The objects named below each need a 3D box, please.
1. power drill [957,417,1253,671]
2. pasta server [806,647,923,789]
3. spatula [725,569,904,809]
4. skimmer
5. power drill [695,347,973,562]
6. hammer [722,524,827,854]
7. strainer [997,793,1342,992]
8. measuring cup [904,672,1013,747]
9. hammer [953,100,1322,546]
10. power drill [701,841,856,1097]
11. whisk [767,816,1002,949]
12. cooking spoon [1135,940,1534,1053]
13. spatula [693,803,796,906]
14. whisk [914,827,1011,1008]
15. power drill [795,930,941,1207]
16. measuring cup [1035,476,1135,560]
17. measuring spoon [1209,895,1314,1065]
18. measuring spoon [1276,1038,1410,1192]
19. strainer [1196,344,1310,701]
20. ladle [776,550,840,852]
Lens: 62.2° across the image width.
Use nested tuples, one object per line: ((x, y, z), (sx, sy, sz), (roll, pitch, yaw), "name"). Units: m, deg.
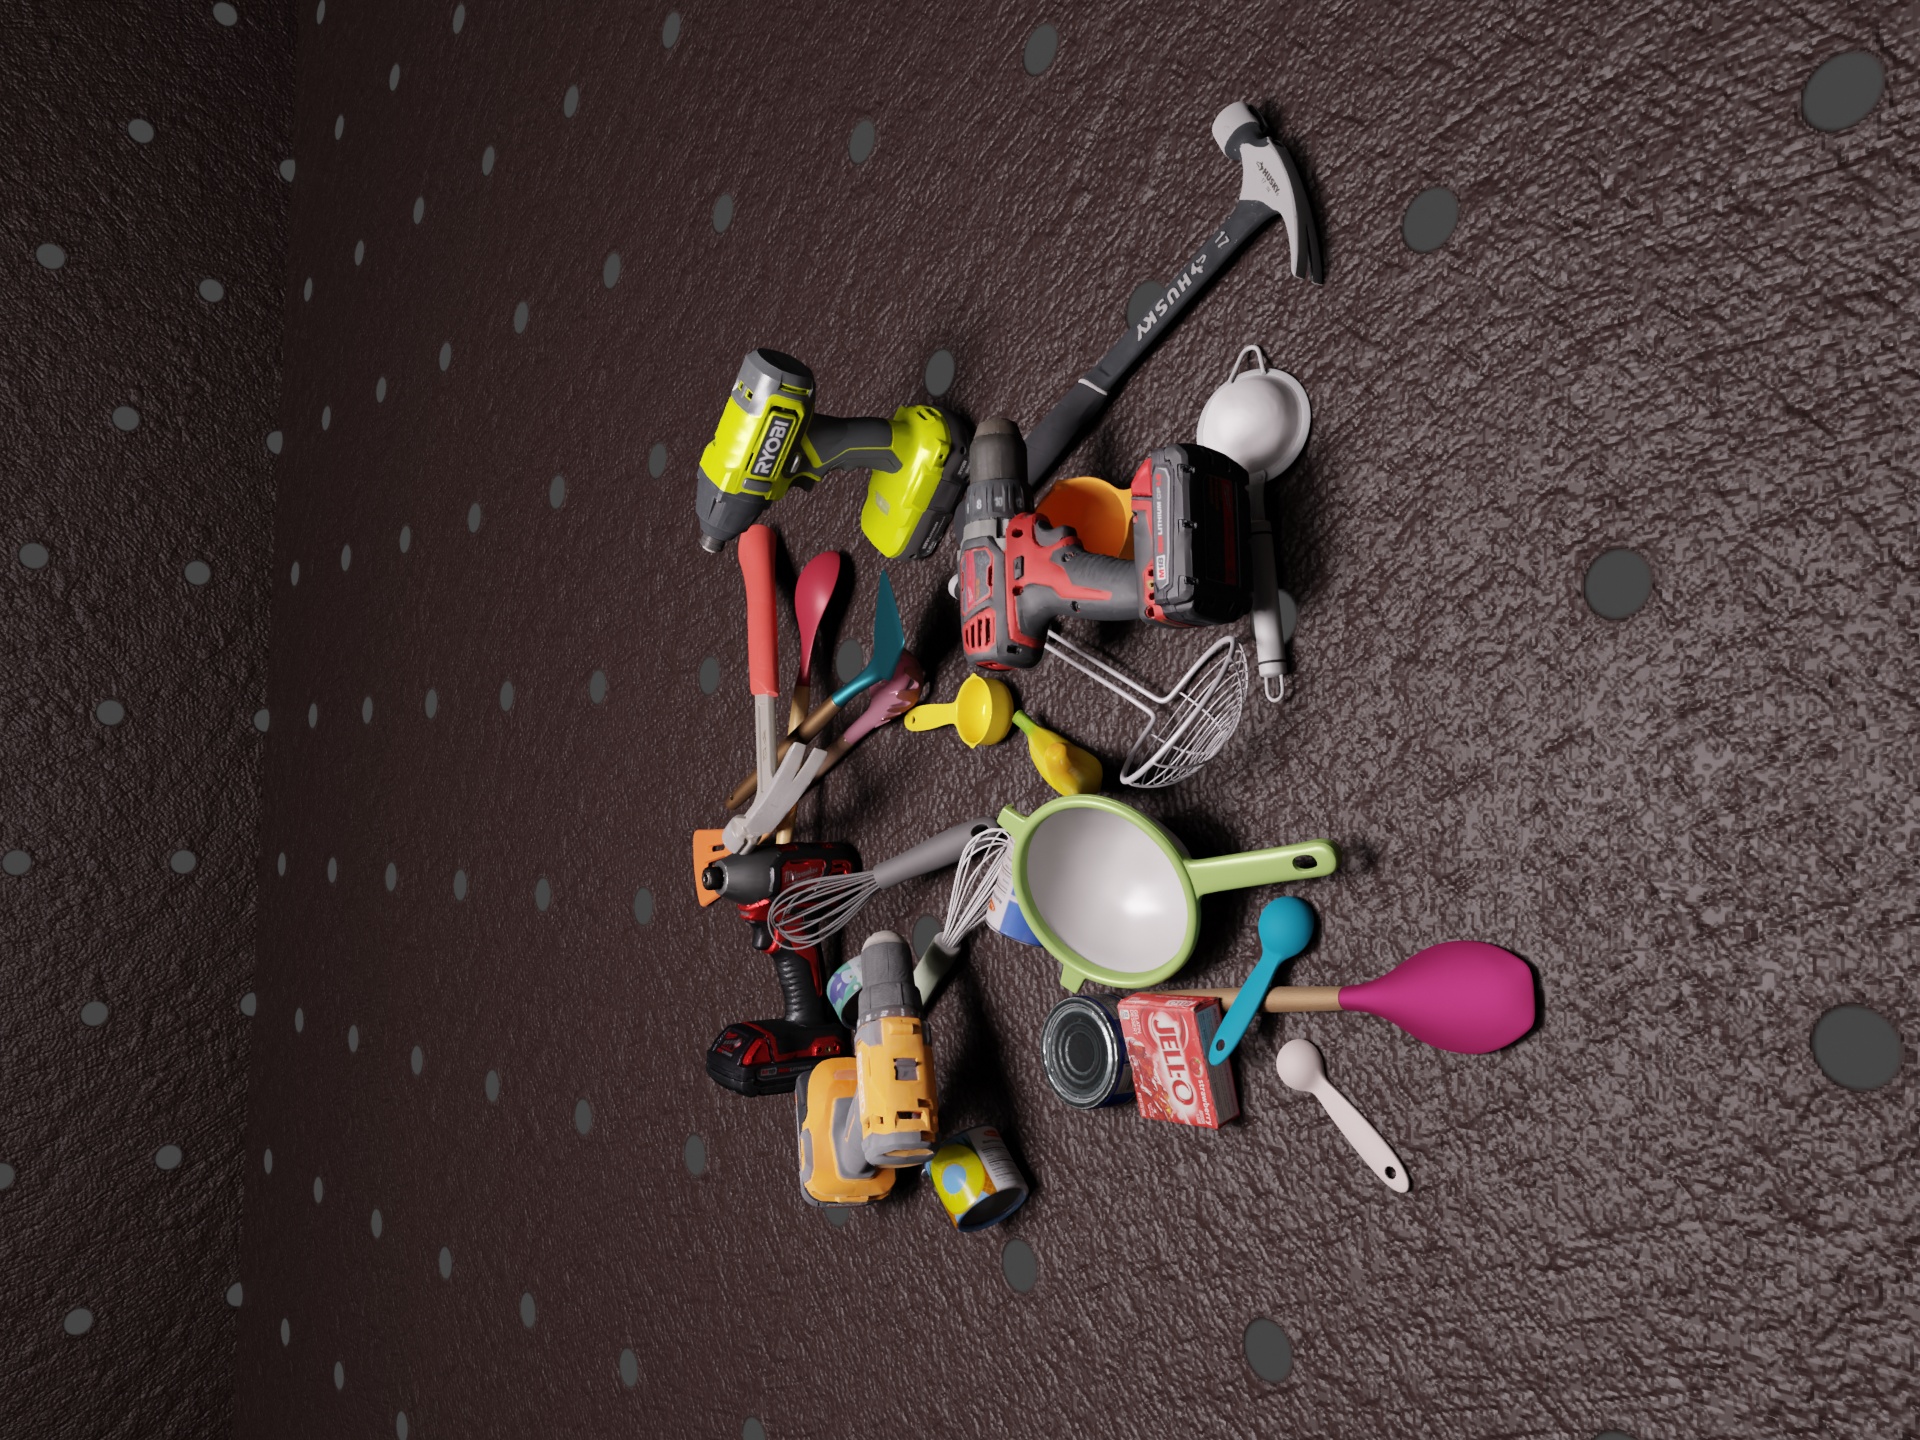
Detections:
((0.089, -0.138, 1.125), (0.227, 0.080, 0.188), (-7, 81, 42), "power drill")
((-0.123, 0.027, 1.479), (0.316, 0.040, 0.060), (-41, 48, 42), "pasta server")
((-0.133, -0.007, 1.421), (0.317, 0.044, 0.082), (-42, 50, 36), "spatula")
((0.081, -0.058, 1.203), (0.127, 0.090, 0.364), (-54, 43, -1), "skimmer")
((-0.110, -0.208, 1.338), (0.080, 0.223, 0.171), (50, 123, 40), "power drill")
((-0.177, -0.057, 1.466), (0.149, 0.036, 0.359), (-50, 34, 38), "hammer")
((0.157, 0.102, 1.118), (0.256, 0.069, 0.151), (-14, 102, 37), "strainer")
((-0.002, -0.004, 1.356), (0.156, 0.029, 0.062), (-8, 81, 61), "measuring cup")
((0.118, -0.266, 1.222), (0.408, 0.036, 0.149), (-46, 55, 38), "hammer")
((-0.168, 0.220, 1.437), (0.078, 0.143, 0.219), (4, 92, 56), "power drill")
((-0.066, 0.136, 1.351), (0.239, 0.055, 0.055), (-26, 65, 22), "whisk")
((0.234, 0.185, 1.056), (0.319, 0.017, 0.069), (-13, 74, 49), "cooking spoon")
((-0.208, 0.115, 1.528), (0.322, 0.041, 0.081), (141, 124, -66), "spatula")
((-0.006, 0.180, 1.326), (0.058, 0.059, 0.246), (-81, 17, -57), "whisk")
((-0.077, 0.294, 1.317), (0.226, 0.084, 0.186), (121, 148, -55), "power drill")
((0.133, -0.153, 1.189), (0.173, 0.052, 0.095), (-28, 64, 22), "measuring cup")
((0.196, 0.175, 1.075), (0.042, 0.021, 0.128), (33, 97, 55), "measuring spoon")
((0.247, 0.258, 1.036), (0.124, 0.018, 0.034), (50, 123, 39), "measuring spoon")
((0.206, -0.141, 1.104), (0.087, 0.050, 0.258), (-9, 83, 34), "strainer")
((-0.150, -0.006, 1.489), (0.069, 0.031, 0.315), (1, 84, 63), "ladle")
